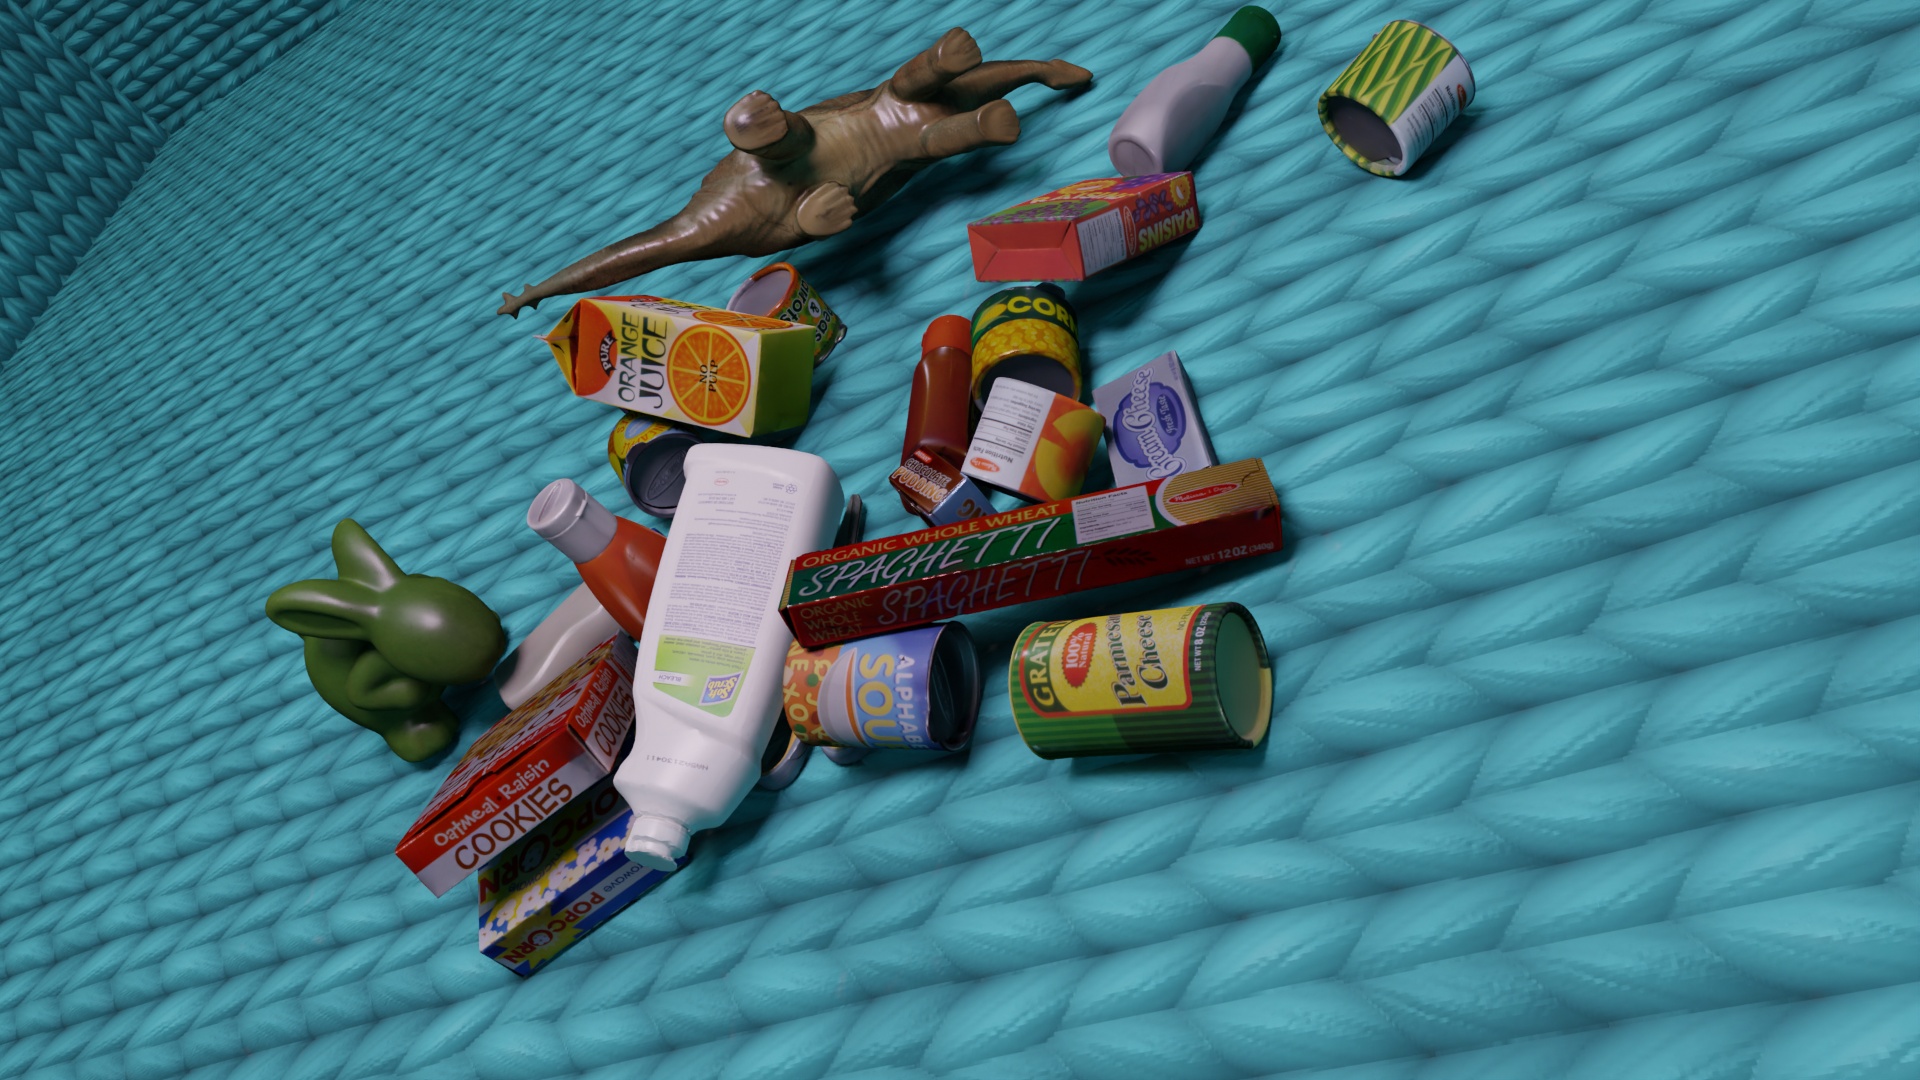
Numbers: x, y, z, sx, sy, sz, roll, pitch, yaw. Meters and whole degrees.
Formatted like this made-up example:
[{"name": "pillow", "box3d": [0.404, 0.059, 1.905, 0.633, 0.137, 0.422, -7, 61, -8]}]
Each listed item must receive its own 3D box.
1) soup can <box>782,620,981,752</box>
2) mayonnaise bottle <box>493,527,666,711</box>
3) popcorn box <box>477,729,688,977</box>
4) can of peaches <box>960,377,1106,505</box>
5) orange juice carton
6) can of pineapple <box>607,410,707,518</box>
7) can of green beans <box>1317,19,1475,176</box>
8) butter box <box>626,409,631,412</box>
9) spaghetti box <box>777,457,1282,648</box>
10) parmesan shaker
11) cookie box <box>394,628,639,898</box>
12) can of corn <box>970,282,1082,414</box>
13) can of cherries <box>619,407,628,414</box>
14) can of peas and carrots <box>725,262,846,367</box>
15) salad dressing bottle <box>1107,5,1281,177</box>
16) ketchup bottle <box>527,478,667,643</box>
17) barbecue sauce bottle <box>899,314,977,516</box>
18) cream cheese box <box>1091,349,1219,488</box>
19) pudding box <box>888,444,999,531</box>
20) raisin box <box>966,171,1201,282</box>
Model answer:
[{"name": "soup can", "box3d": [-0.041, 0.076, 0.716, 0.084, 0.071, 0.072, -2, 53, 22]}, {"name": "mayonnaise bottle", "box3d": [-0.249, 0.055, 0.941, 0.148, 0.041, 0.065, -45, 32, -4]}, {"name": "popcorn box", "box3d": [-0.221, 0.180, 0.807, 0.126, 0.038, 0.085, -36, 40, 8]}, {"name": "can of peaches", "box3d": [0.041, -0.051, 0.762, 0.071, 0.071, 0.058, 20, 90, 47]}, {"name": "orange juice carton", "box3d": [-0.204, -0.130, 0.979, 0.193, 0.072, 0.072, 14, 107, 23]}, {"name": "can of pineapple", "box3d": [-0.215, -0.059, 0.993, 0.071, 0.071, 0.058, -44, 39, -1]}, {"name": "can of green beans", "box3d": [0.246, -0.250, 0.789, 0.058, 0.071, 0.071, -47, 39, -4]}, {"name": "butter box", "box3d": [-0.208, -0.124, 1.059, 0.103, 0.053, 0.024, -27, 44, 18]}, {"name": "spaghetti box", "box3d": [0.033, 0.006, 0.698, 0.250, 0.028, 0.050, -12, 31, 8]}, {"name": "parmesan shaker", "box3d": [0.083, 0.063, 0.640, 0.103, 0.071, 0.071, -10, 49, 33]}, {"name": "cookie box", "box3d": [-0.253, 0.126, 0.826, 0.123, 0.040, 0.168, -37, 13, 5]}, {"name": "can of corn", "box3d": [0.040, -0.110, 0.830, 0.071, 0.071, 0.058, -23, 44, 23]}, {"name": "can of cherries", "box3d": [-0.265, -0.139, 1.116, 0.071, 0.058, 0.072, -22, 44, 23]}, {"name": "can of peas and carrots", "box3d": [-0.129, -0.163, 1.025, 0.071, 0.058, 0.071, -22, 44, 23]}, {"name": "salad dressing bottle", "box3d": [0.156, -0.293, 0.911, 0.044, 0.064, 0.148, 29, 66, 30]}, {"name": "ketchup bottle", "box3d": [-0.198, 0.019, 0.847, 0.043, 0.148, 0.065, -7, 51, 34]}, {"name": "barbecue sauce bottle", "box3d": [-0.010, -0.084, 0.858, 0.044, 0.064, 0.149, 10, 43, -4]}, {"name": "cream cheese box", "box3d": [0.108, -0.056, 0.760, 0.053, 0.024, 0.104, -28, 42, 19]}, {"name": "pudding box", "box3d": [0.003, -0.010, 0.758, 0.030, 0.083, 0.050, -45, 39, -4]}, {"name": "raisin box", "box3d": [0.077, -0.192, 0.853, 0.086, 0.040, 0.124, 8, 29, 43]}]
